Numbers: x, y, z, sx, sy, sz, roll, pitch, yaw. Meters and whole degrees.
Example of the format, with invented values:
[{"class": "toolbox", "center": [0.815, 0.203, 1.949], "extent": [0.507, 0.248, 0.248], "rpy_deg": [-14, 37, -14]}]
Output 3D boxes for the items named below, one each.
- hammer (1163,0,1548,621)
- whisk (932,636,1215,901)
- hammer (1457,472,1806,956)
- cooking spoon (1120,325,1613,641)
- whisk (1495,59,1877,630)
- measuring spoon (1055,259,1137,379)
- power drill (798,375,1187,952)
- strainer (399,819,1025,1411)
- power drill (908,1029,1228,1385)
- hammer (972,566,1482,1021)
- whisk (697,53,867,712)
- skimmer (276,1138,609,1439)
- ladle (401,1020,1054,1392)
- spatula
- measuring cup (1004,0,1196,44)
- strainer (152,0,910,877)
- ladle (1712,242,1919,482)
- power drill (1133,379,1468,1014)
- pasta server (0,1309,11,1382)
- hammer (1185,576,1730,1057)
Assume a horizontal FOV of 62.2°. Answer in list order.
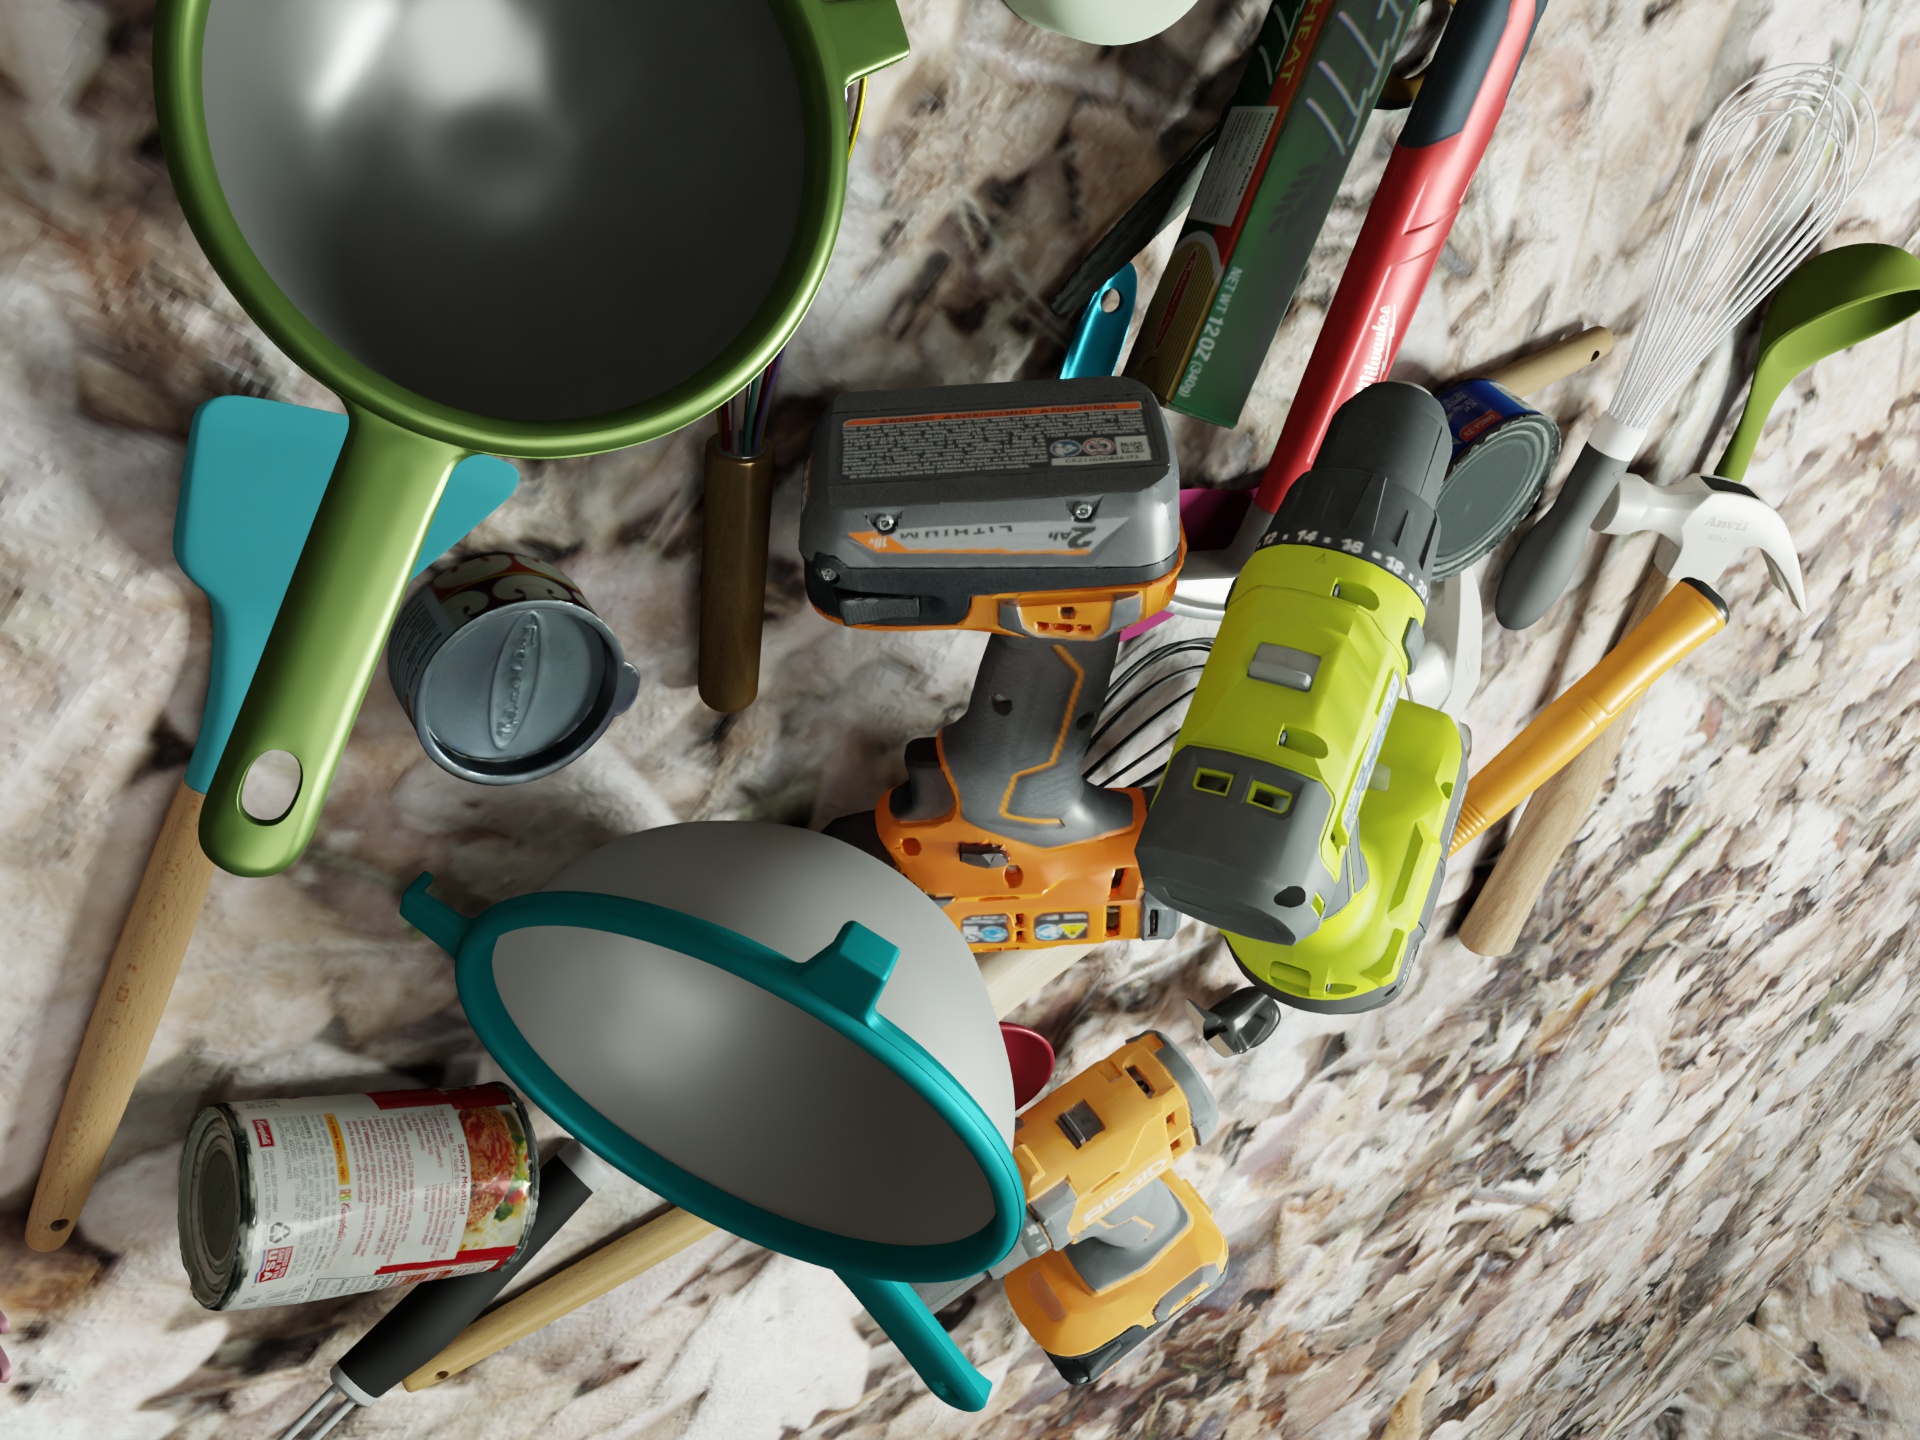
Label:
[{"class": "hammer", "center": [0.160, -0.209, 0.550], "extent": [0.143, 0.038, 0.386], "rpy_deg": [-2, 123, -35]}, {"class": "whisk", "center": [0.026, 0.046, 0.670], "extent": [0.239, 0.055, 0.055], "rpy_deg": [-38, 138, -1]}, {"class": "hammer", "center": [0.357, 0.011, 0.893], "extent": [0.130, 0.031, 0.331], "rpy_deg": [5, 128, -9]}, {"class": "cooking spoon", "center": [0.159, -0.107, 0.672], "extent": [0.319, 0.017, 0.068], "rpy_deg": [-26, 137, -19]}, {"class": "whisk", "center": [0.319, -0.160, 0.733], "extent": [0.070, 0.070, 0.284], "rpy_deg": [-6, 130, -36]}, {"class": "measuring spoon", "center": [0.033, -0.106, 0.578], "extent": [0.042, 0.021, 0.128], "rpy_deg": [15, 104, -29]}, {"class": "power drill", "center": [-0.001, -0.002, 0.564], "extent": [0.164, 0.084, 0.226], "rpy_deg": [-4, 132, 1]}, {"class": "strainer", "center": [-0.040, 0.146, 0.600], "extent": [0.095, 0.211, 0.340], "rpy_deg": [-62, 141, -37]}, {"class": "power drill", "center": [0.052, 0.269, 0.825], "extent": [0.185, 0.084, 0.226], "rpy_deg": [-33, 143, -12]}, {"class": "hammer", "center": [0.080, 0.064, 0.718], "extent": [0.410, 0.038, 0.146], "rpy_deg": [-33, 136, -17]}, {"class": "whisk", "center": [-0.062, -0.102, 0.482], "extent": [0.047, 0.051, 0.244], "rpy_deg": [-20, 136, -33]}, {"class": "skimmer", "center": [-0.295, 0.284, 0.612], "extent": [0.363, 0.090, 0.127], "rpy_deg": [-43, 136, -17]}, {"class": "ladle", "center": [-0.098, 0.215, 0.717], "extent": [0.315, 0.031, 0.069], "rpy_deg": [-25, 128, -19]}, {"class": "spatula", "center": [-0.227, 0.046, 0.466], "extent": [0.082, 0.044, 0.317], "rpy_deg": [10, 117, -42]}, {"class": "measuring cup", "center": [0.064, -0.274, 0.446], "extent": [0.083, 0.038, 0.167], "rpy_deg": [4, 121, -41]}, {"class": "strainer", "center": [-0.126, -0.089, 0.381], "extent": [0.151, 0.069, 0.256], "rpy_deg": [21, 90, -23]}, {"class": "ladle", "center": [0.407, -0.100, 0.849], "extent": [0.078, 0.062, 0.320], "rpy_deg": [-7, 129, -32]}, {"class": "power drill", "center": [0.139, 0.006, 0.587], "extent": [0.191, 0.080, 0.228], "rpy_deg": [-67, 155, -15]}, {"class": "pasta server", "center": [-0.315, 0.091, 0.435], "extent": [0.060, 0.040, 0.316], "rpy_deg": [-20, 133, -42]}, {"class": "hammer", "center": [0.250, 0.051, 0.804], "extent": [0.337, 0.034, 0.127], "rpy_deg": [-44, 161, 7]}]
